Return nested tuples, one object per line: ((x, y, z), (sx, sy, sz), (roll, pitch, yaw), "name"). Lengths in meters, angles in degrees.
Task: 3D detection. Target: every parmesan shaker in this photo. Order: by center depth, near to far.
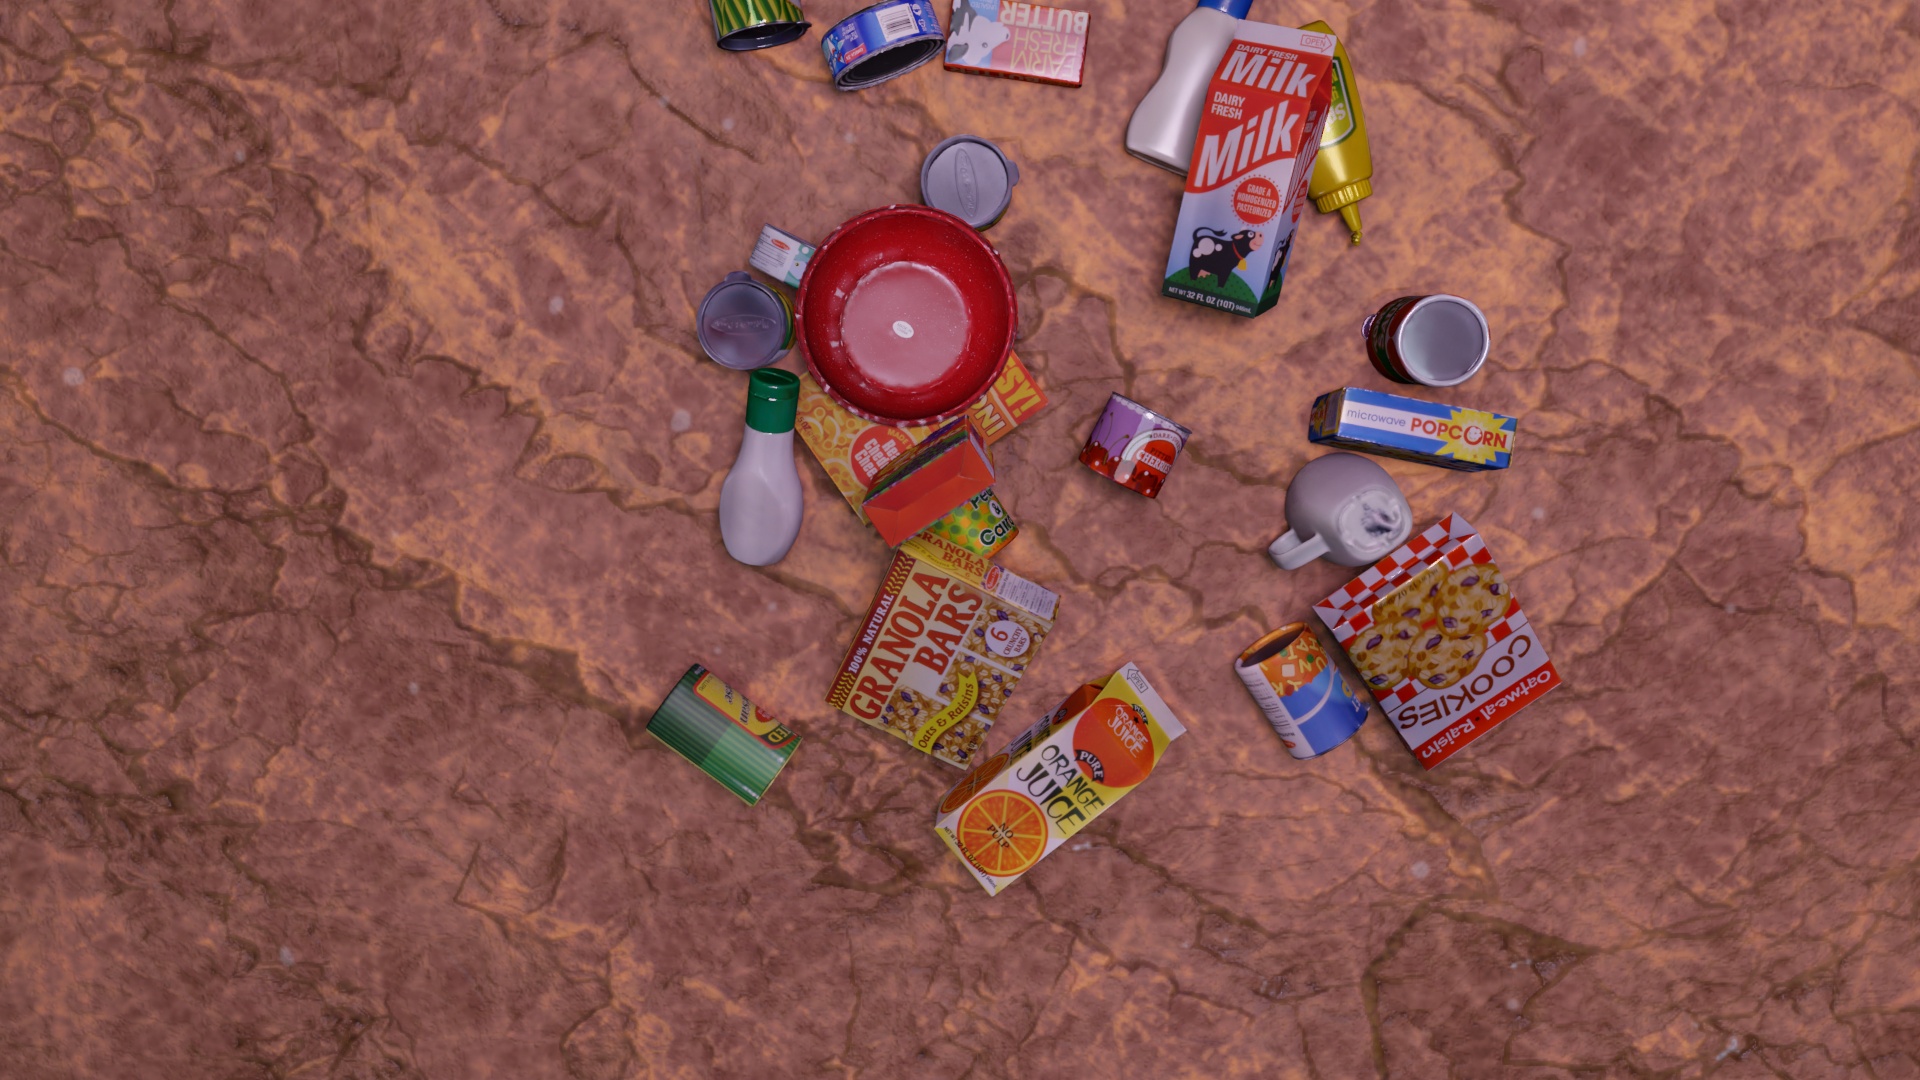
((-0.183, 0.150, 1.071), (0.103, 0.071, 0.071), (36, 98, -3), "parmesan shaker")

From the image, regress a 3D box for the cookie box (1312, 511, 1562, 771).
((0.354, 0.077, 1.026), (0.123, 0.040, 0.167), (-36, 118, 7), "cookie box")

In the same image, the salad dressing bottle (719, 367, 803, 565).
((-0.145, -0.054, 1.033), (0.064, 0.044, 0.147), (20, 119, 16), "salad dressing bottle")

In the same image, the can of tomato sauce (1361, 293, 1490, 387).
((0.335, -0.146, 1.004), (0.071, 0.083, 0.071), (0, 98, 2), "can of tomato sauce")

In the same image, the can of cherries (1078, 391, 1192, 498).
((0.130, -0.070, 1.029), (0.071, 0.071, 0.058), (27, 99, -2), "can of cherries")

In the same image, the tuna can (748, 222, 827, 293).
((-0.119, -0.205, 1.026), (0.071, 0.071, 0.032), (26, 100, -1), "tuna can")

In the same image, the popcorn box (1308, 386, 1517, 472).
((0.326, -0.080, 1.011), (0.127, 0.085, 0.038), (11, 90, 1), "popcorn box")

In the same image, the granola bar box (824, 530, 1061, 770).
((-0.016, 0.083, 1.038), (0.124, 0.039, 0.164), (26, 124, -1), "granola bar box")

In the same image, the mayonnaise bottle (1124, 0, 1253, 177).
((0.173, -0.343, 1.006), (0.065, 0.041, 0.148), (22, 97, -1), "mayonnaise bottle")

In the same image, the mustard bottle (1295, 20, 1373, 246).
((0.265, -0.290, 1.004), (0.065, 0.049, 0.160), (-21, 96, 10), "mustard bottle")

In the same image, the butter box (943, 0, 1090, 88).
((0.041, -0.365, 1.016), (0.103, 0.024, 0.053), (9, 97, 1), "butter box")

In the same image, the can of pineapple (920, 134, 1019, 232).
((0.007, -0.259, 1.015), (0.071, 0.058, 0.071), (0, 98, 2), "can of pineapple")

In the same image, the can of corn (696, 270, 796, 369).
((-0.157, -0.164, 1.034), (0.071, 0.058, 0.071), (0, 98, 3), "can of corn")

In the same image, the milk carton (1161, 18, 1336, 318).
((0.204, -0.259, 0.969), (0.072, 0.074, 0.189), (18, 114, 20), "milk carton")

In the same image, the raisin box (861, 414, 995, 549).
((-0.021, -0.044, 0.972), (0.086, 0.123, 0.040), (-33, 100, 7), "raisin box")

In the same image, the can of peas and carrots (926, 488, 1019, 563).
((0.004, -0.013, 1.043), (0.071, 0.071, 0.058), (-33, 96, 7), "can of peas and carrots")

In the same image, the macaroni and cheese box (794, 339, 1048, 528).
((-0.036, -0.107, 1.046), (0.166, 0.040, 0.123), (-34, 96, 7), "macaroni and cheese box")

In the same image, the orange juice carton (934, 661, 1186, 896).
((0.077, 0.177, 1.064), (0.192, 0.073, 0.072), (-39, 95, 6), "orange juice carton")

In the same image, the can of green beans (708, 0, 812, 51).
((-0.149, -0.391, 1.000), (0.071, 0.071, 0.057), (-11, 97, 4), "can of green beans")

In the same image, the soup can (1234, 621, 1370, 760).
((0.259, 0.111, 1.052), (0.071, 0.071, 0.083), (-33, 95, 7), "soup can")
